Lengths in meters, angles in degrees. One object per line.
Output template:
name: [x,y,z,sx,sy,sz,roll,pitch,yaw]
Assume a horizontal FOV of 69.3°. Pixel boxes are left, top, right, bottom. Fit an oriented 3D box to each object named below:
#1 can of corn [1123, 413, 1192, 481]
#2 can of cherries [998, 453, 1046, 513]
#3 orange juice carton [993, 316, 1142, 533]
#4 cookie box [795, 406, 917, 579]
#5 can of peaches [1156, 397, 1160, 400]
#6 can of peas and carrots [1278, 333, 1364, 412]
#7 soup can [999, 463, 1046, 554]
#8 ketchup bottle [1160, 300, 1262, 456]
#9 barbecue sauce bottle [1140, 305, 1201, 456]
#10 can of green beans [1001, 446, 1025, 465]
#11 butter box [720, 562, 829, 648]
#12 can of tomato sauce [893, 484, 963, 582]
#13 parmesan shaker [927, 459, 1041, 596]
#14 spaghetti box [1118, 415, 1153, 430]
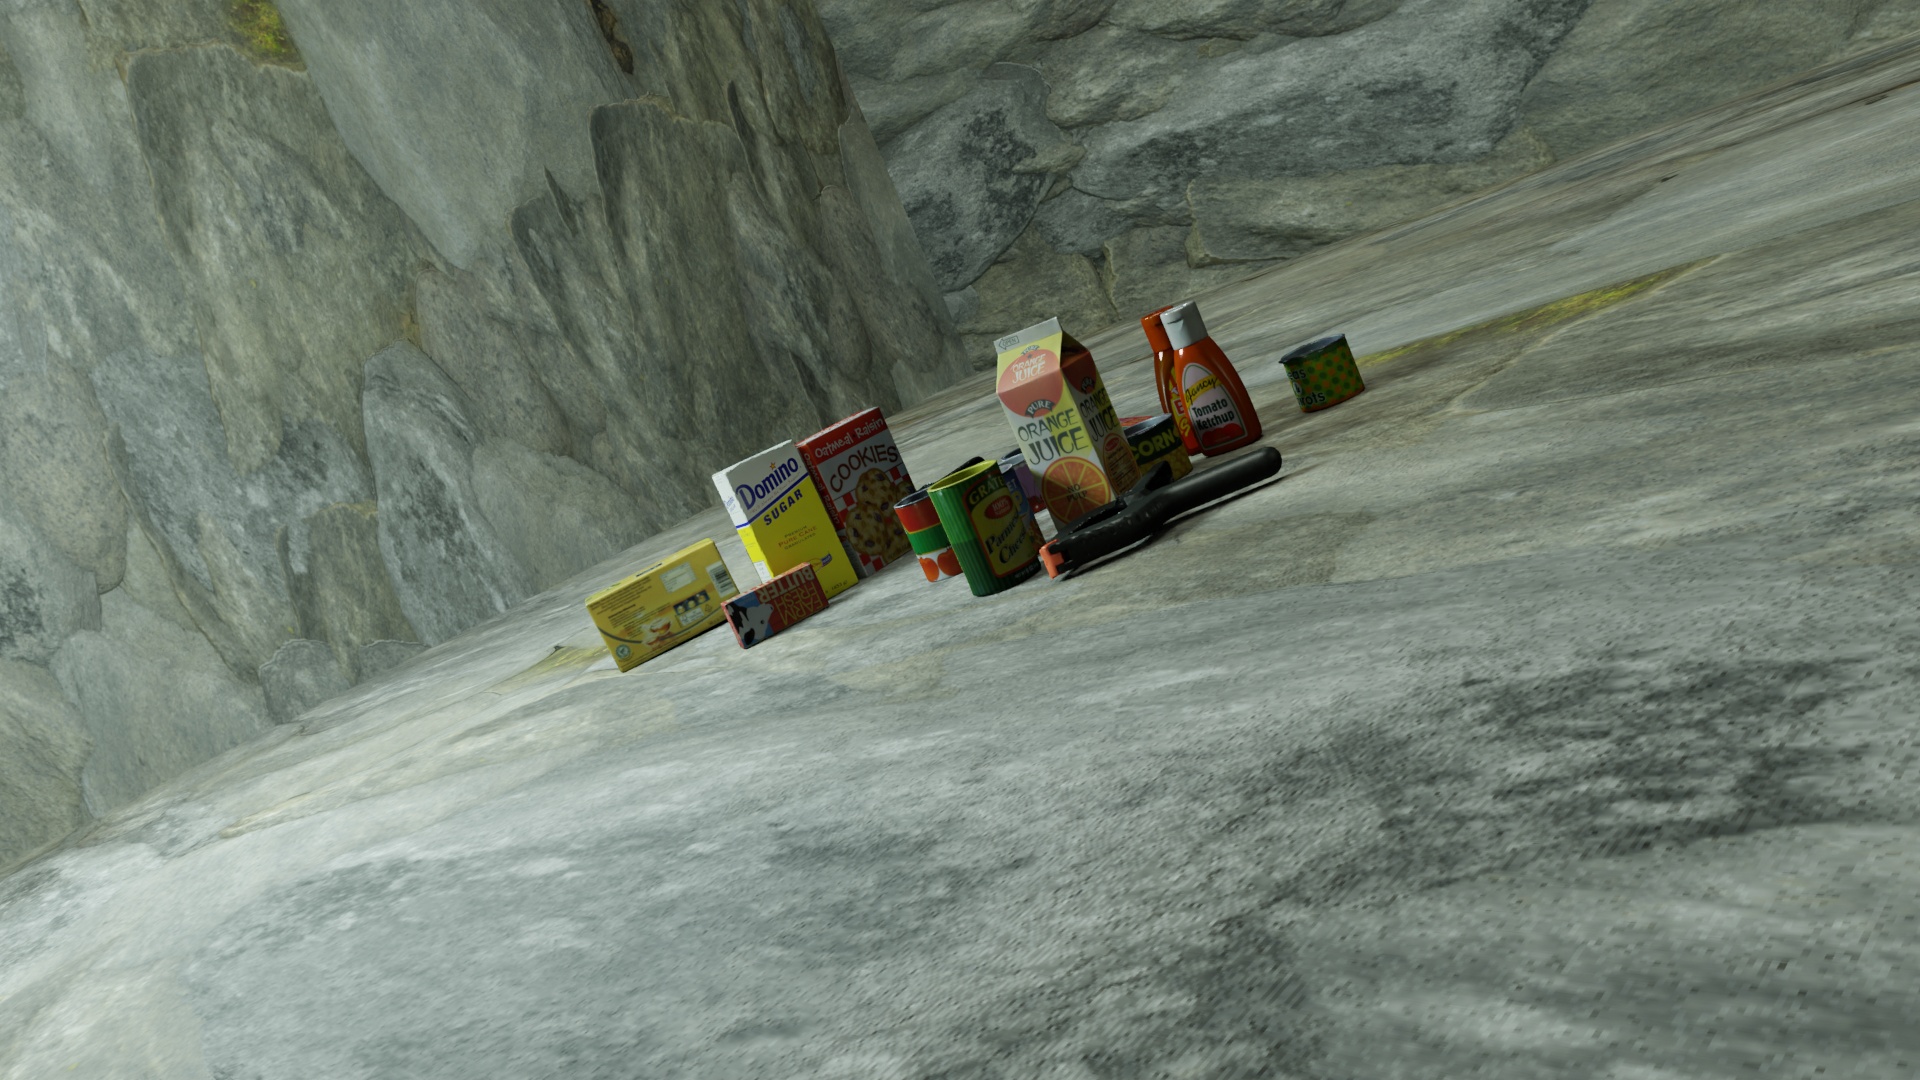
can of corn: [0.186,-0.084,1.351,0.071,0.058,0.071,-23,9,4]
can of cherries: [0.066,-0.060,1.511,0.071,0.058,0.071,-23,9,4]
orange juice carton: [0.098,-0.108,1.291,0.071,0.192,0.073,-19,11,32]
cookie box: [-0.112,-0.055,1.594,0.040,0.167,0.123,-15,13,46]
can of peaches: [0.253,-0.138,1.483,0.071,0.058,0.071,-23,9,4]
can of peas and carrots: [0.357,-0.165,1.375,0.071,0.058,0.071,-23,9,4]
soup can: [0.035,-0.020,1.290,0.071,0.083,0.071,-23,9,4]
ketchup bottle: [0.240,-0.160,1.359,0.064,0.148,0.044,-18,11,35]
barbecue sauce bottle: [0.228,-0.164,1.415,0.065,0.148,0.044,-23,9,5]
can of green beans: [0.087,-0.080,1.574,0.071,0.057,0.071,-23,9,4]
butter box: [-0.195,0.068,1.467,0.104,0.053,0.024,-27,9,-20]
can of tomato sauce: [-0.020,-0.009,1.370,0.071,0.083,0.071,-23,9,4]
parmesan shaker: [0.023,-0.012,1.214,0.071,0.103,0.071,-24,9,4]
spaghetti box: [0.168,-0.110,1.567,0.029,0.050,0.250,-26,10,-12]
